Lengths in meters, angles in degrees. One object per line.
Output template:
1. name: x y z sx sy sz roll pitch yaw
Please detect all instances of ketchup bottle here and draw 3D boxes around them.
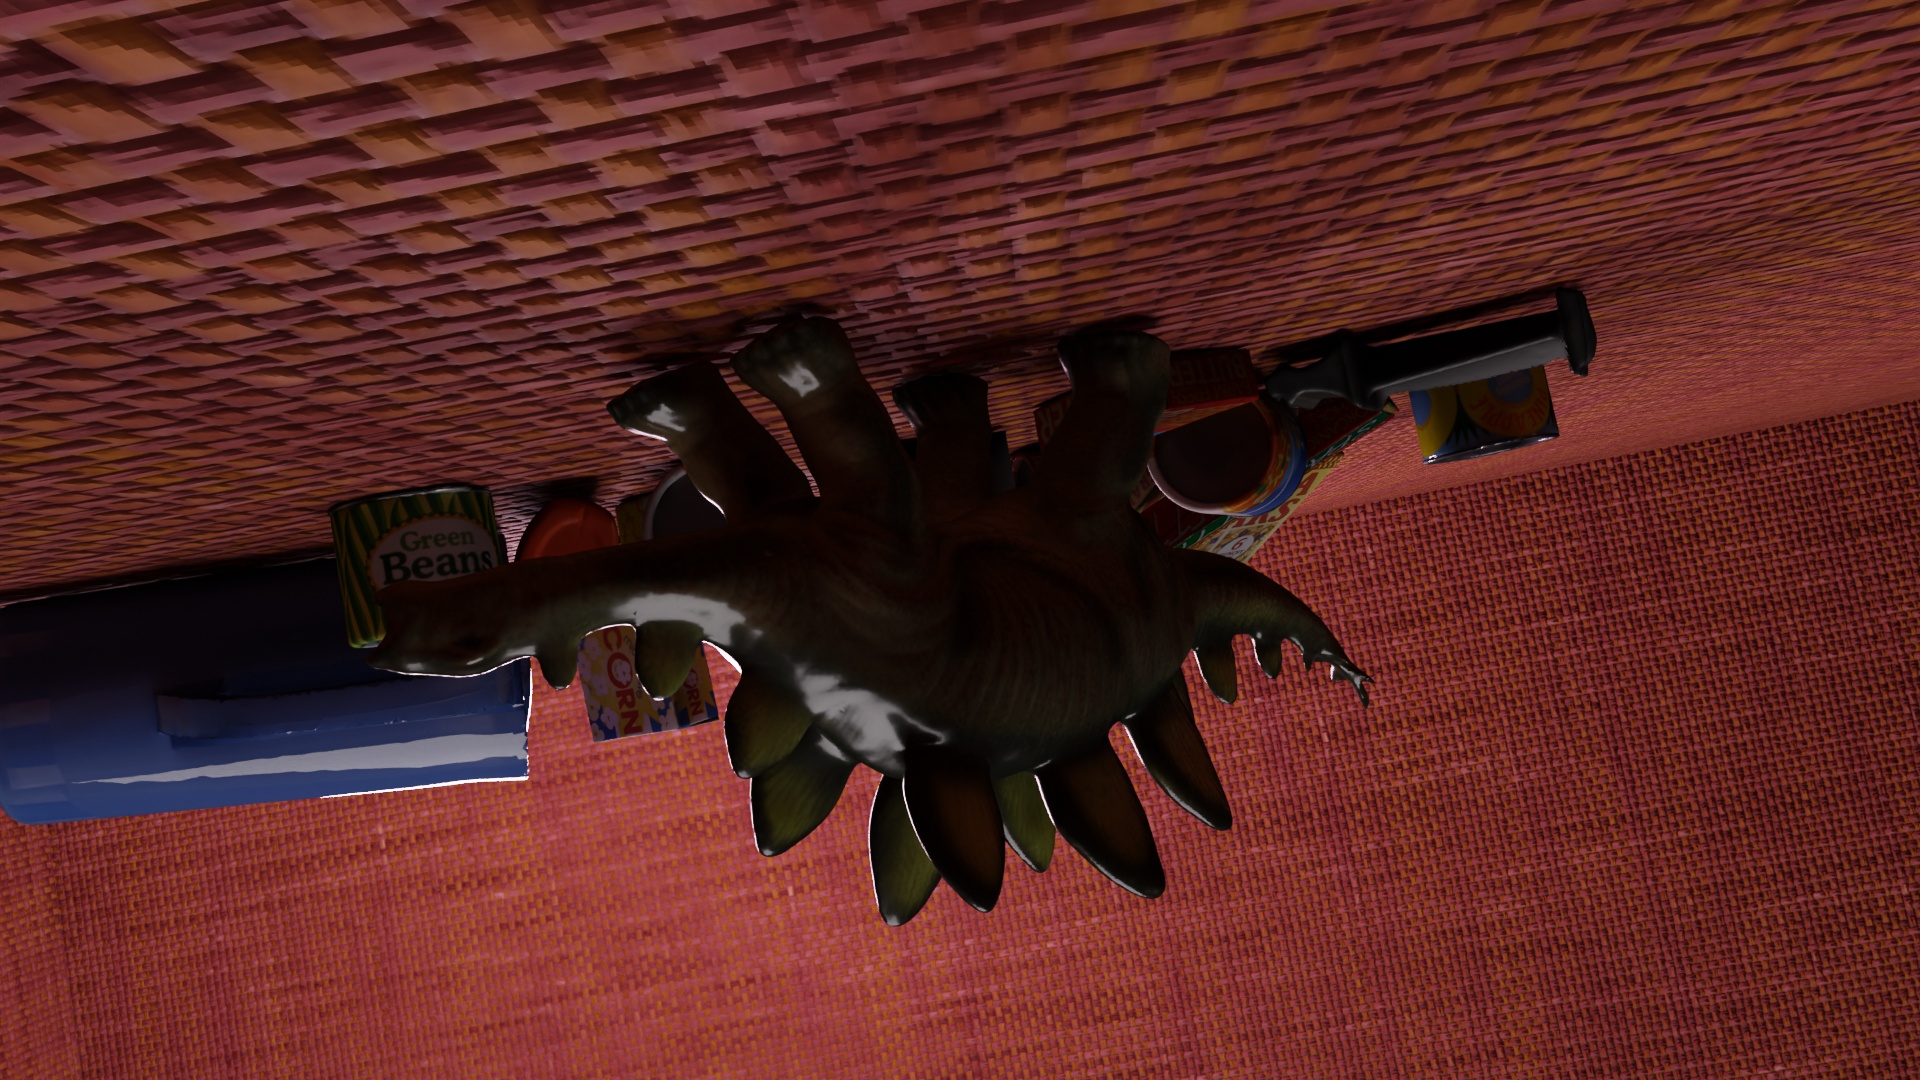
1. ketchup bottle: -0.196 0.010 0.679 0.043 0.064 0.149 17 177 -18

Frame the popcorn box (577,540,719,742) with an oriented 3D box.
1. popcorn box: -0.211 0.063 0.903 0.085 0.126 0.038 -13 179 34

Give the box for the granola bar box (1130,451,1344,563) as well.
1. granola bar box: 0.150 -0.024 0.897 0.166 0.039 0.123 -8 147 -36

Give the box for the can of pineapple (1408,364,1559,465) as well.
1. can of pineapple: 0.261 -0.073 0.698 0.071 0.058 0.071 -11 176 -1

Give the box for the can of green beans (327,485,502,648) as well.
1. can of green beans: -0.230 0.012 0.592 0.071 0.058 0.071 -11 176 -1

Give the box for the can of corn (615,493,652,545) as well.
1. can of corn: -0.145 0.005 0.733 0.071 0.058 0.071 -11 176 -1

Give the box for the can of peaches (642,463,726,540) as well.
1. can of peaches: -0.110 -0.002 0.642 0.071 0.071 0.058 -10 175 -11

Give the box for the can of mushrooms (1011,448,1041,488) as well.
1. can of mushrooms: 0.053 -0.024 0.816 0.033 0.071 0.071 -8 176 -16

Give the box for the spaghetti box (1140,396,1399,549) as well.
1. spaghetti box: 0.131 -0.014 0.786 0.249 0.029 0.050 -35 167 21

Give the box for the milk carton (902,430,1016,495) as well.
1. milk carton: -0.029 -0.006 0.776 0.072 0.073 0.190 -9 176 -18

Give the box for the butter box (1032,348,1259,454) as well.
1. butter box: 0.081 -0.061 0.625 0.053 0.024 0.103 -9 176 -28

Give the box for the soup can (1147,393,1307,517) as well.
1. soup can: 0.136 -0.048 0.697 0.071 0.071 0.084 -12 175 22
